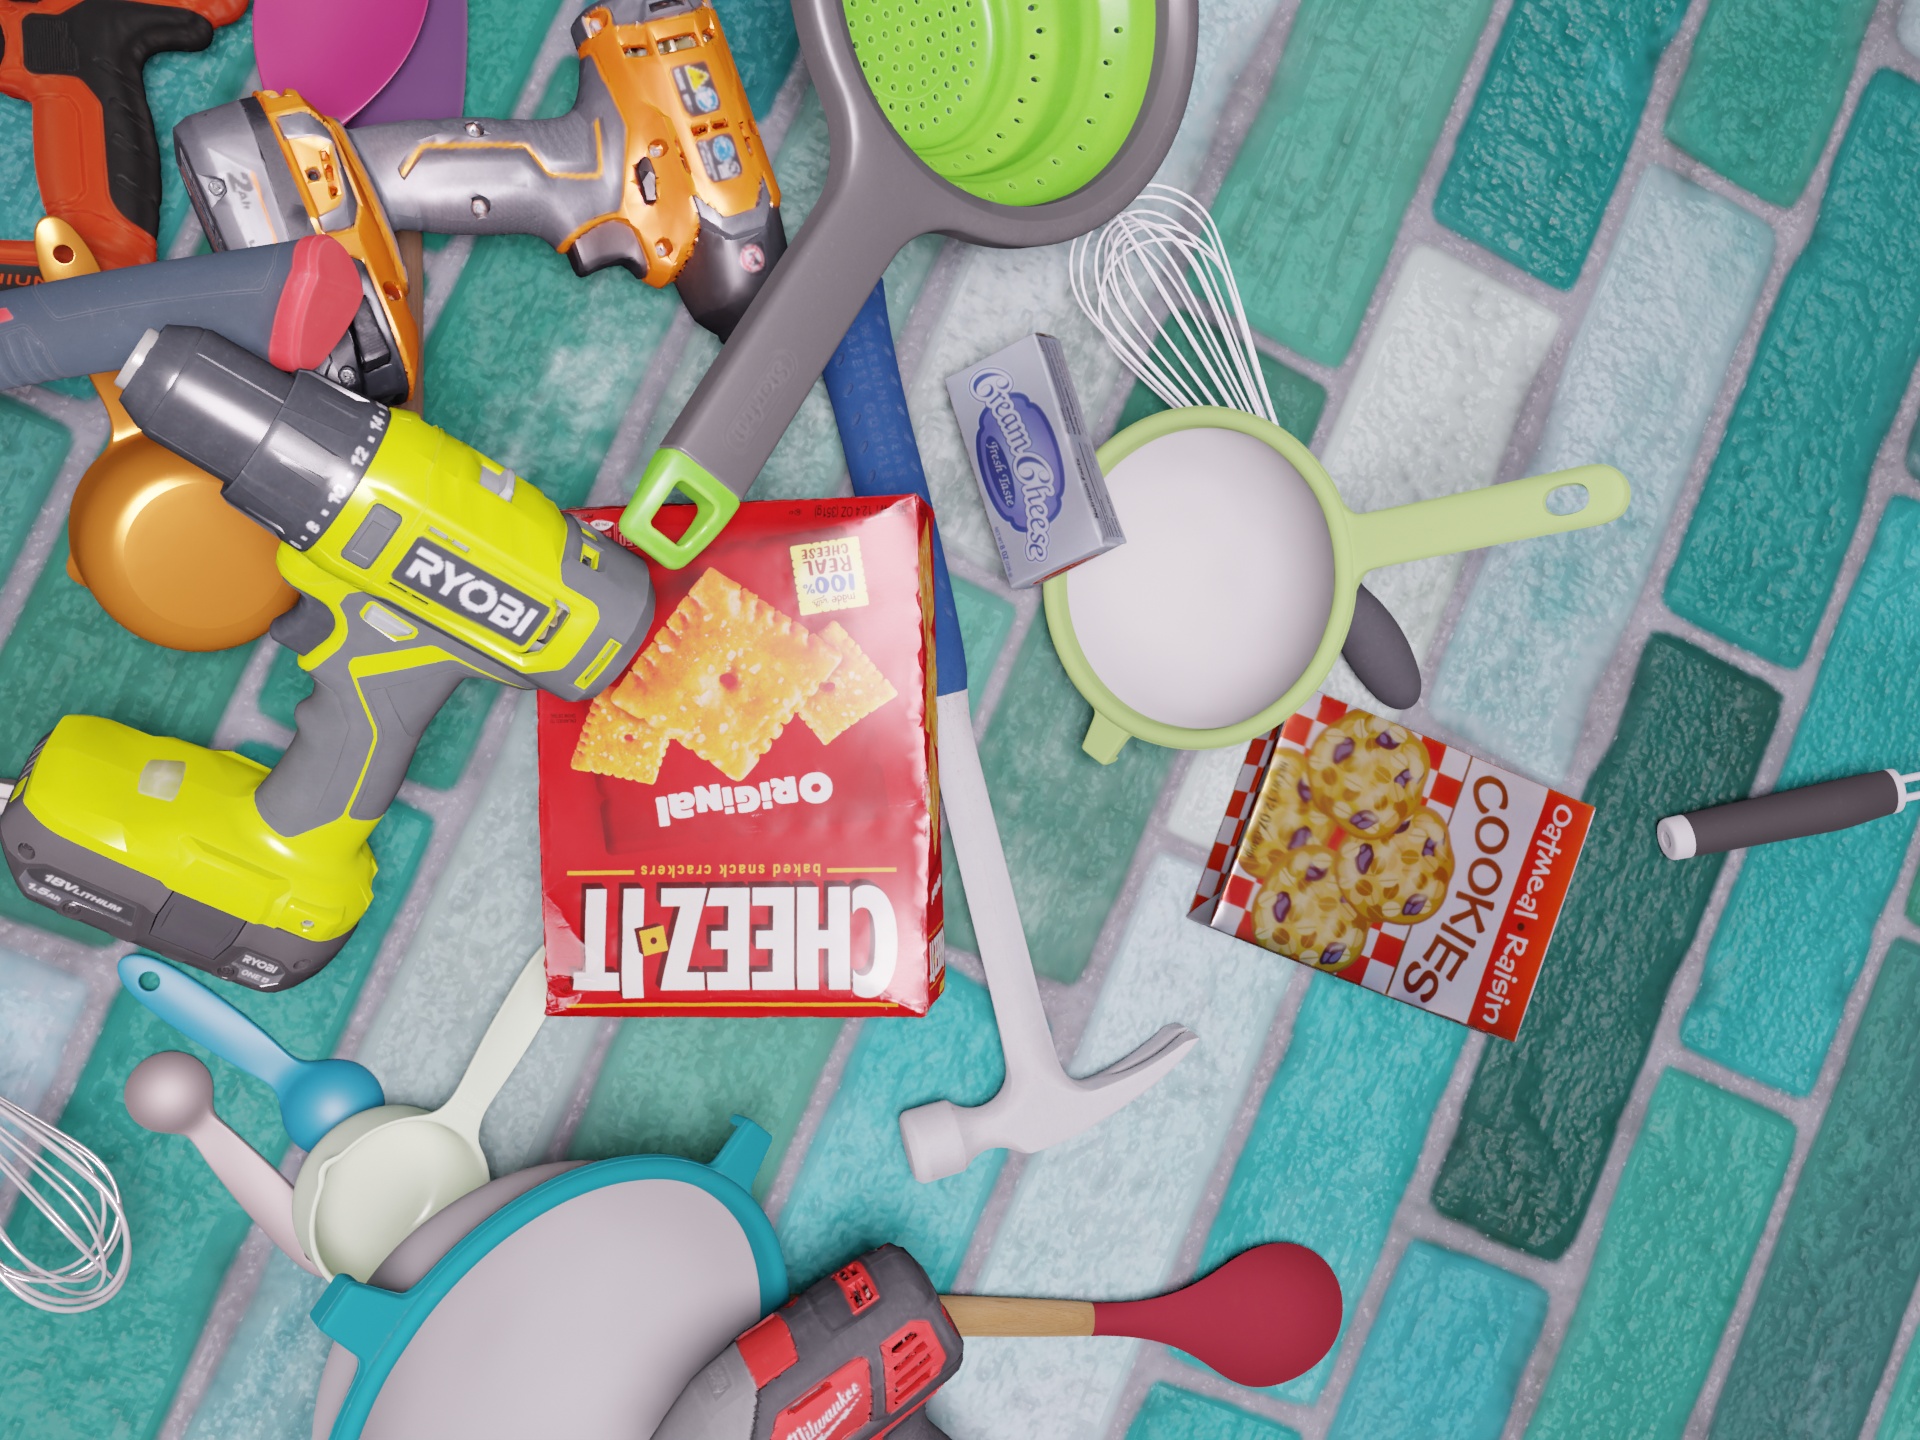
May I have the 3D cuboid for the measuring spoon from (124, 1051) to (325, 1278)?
[{"bbox_3d":[-0.306,0.192,0.674,0.034,0.018,0.124,-40,98,-9],"label":"measuring spoon"}]

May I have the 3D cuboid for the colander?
[{"bbox_3d":[-0.041,-0.236,0.665,0.204,0.094,0.397,39,75,-35],"label":"colander"}]

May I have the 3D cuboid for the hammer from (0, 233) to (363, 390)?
[{"bbox_3d":[-0.409,-0.144,0.582,0.386,0.038,0.143,-8,92,7],"label":"hammer"}]

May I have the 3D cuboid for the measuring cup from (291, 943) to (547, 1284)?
[{"bbox_3d":[-0.220,0.162,0.683,0.083,0.038,0.168,44,64,-35],"label":"measuring cup"}]

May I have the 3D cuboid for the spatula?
[{"bbox_3d":[-0.243,-0.185,0.687,0.059,0.018,0.316,0,89,-4],"label":"spatula"}]

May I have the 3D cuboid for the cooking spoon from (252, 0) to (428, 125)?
[{"bbox_3d":[-0.293,-0.200,0.671,0.068,0.017,0.319,17,89,-5],"label":"cooking spoon"}]

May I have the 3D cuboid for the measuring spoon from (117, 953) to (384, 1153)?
[{"bbox_3d":[-0.302,0.141,0.672,0.128,0.021,0.042,39,82,-11],"label":"measuring spoon"}]

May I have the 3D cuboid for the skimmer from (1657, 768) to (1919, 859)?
[{"bbox_3d":[0.537,0.022,0.847,0.363,0.090,0.127,-12,95,-2],"label":"skimmer"}]

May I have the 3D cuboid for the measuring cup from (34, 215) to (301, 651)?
[{"bbox_3d":[-0.314,-0.107,0.619,0.095,0.052,0.173,-26,122,-24],"label":"measuring cup"}]

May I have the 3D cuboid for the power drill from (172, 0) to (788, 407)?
[{"bbox_3d":[-0.180,-0.198,0.657,0.226,0.084,0.164,-25,102,-22],"label":"power drill"}]

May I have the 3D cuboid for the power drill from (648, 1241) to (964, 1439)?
[{"bbox_3d":[-0.038,0.340,0.669,0.143,0.079,0.219,-31,112,-15],"label":"power drill"}]

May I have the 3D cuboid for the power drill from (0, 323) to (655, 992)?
[{"bbox_3d":[-0.253,-0.019,0.592,0.190,0.080,0.228,32,111,-30],"label":"power drill"}]

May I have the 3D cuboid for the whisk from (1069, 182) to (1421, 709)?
[{"bbox_3d":[0.145,-0.123,0.751,0.070,0.070,0.284,-36,102,-10],"label":"whisk"}]

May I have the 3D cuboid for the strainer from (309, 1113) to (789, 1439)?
[{"bbox_3d":[-0.181,0.325,0.662,0.211,0.095,0.340,-12,111,-45],"label":"strainer"}]

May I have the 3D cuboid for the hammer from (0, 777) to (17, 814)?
[{"bbox_3d":[-0.416,0.227,0.643,0.146,0.038,0.410,-2,91,-13],"label":"hammer"}]

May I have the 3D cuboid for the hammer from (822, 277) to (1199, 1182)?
[{"bbox_3d":[-0.001,-0.002,0.729,0.144,0.035,0.405,-14,93,-11],"label":"hammer"}]

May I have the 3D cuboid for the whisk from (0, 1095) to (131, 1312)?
[{"bbox_3d":[-0.404,0.127,0.604,0.058,0.059,0.246,-37,96,16],"label":"whisk"}]

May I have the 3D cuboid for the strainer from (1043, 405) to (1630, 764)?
[{"bbox_3d":[0.160,-0.071,0.694,0.256,0.069,0.151,-10,87,33],"label":"strainer"}]

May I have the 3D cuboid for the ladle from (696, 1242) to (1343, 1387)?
[{"bbox_3d":[0.036,0.277,0.743,0.315,0.031,0.069,5,88,-10],"label":"ladle"}]
